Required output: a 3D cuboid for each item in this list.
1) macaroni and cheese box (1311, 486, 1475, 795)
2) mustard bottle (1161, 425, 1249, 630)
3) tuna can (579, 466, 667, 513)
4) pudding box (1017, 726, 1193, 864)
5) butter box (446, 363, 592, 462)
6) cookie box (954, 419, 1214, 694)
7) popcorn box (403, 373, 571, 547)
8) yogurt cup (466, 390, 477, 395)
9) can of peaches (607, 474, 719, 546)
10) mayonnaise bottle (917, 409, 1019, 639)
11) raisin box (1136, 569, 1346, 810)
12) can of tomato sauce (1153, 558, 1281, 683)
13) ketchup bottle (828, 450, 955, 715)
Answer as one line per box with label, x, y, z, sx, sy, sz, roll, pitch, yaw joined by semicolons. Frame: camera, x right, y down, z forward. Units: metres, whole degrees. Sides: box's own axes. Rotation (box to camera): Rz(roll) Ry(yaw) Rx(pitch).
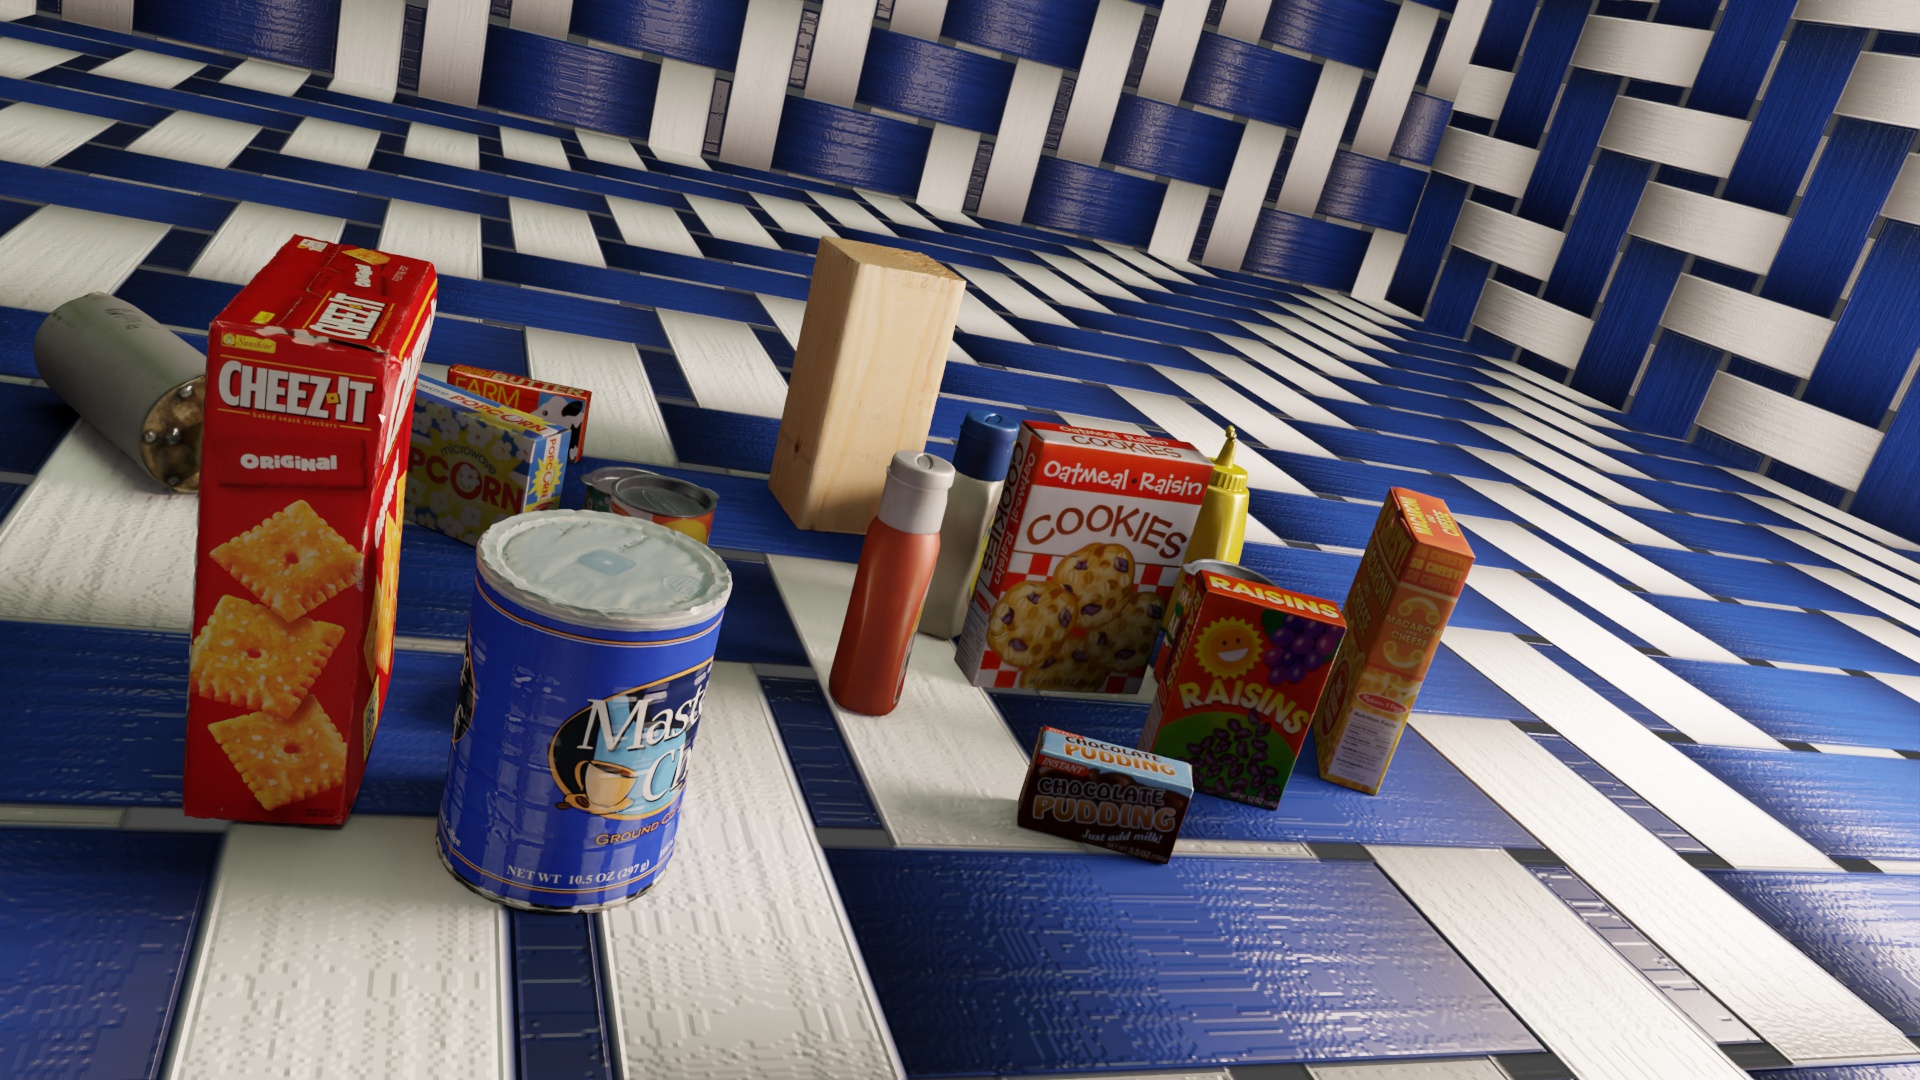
macaroni and cheese box;0.272;0.061;0.896;0.040;0.165;0.124;17;20;4
mustard bottle;0.181;-0.009;1.026;0.065;0.159;0.049;25;21;25
tuna can;-0.228;-0.024;0.957;0.071;0.032;0.071;13;20;-5
pudding box;0.076;0.133;0.730;0.084;0.049;0.030;15;19;-1
butter box;-0.333;-0.096;1.042;0.103;0.053;0.024;12;20;-10
cookie box;0.077;0.013;0.880;0.123;0.166;0.040;6;21;-25
popcorn box;-0.316;-0.048;0.880;0.127;0.085;0.038;20;20;14
yogurt cup;-0.361;-0.072;0.957;0.072;0.053;0.072;13;20;-5
can of peaches;-0.192;-0.003;0.889;0.071;0.057;0.071;13;20;-5
mayonnaise bottle;0.003;-0.012;0.921;0.041;0.147;0.065;18;19;7
raisin box;0.162;0.087;0.809;0.086;0.123;0.040;15;19;-2
can of tomato sauce;0.172;0.063;0.939;0.071;0.082;0.071;14;20;-5
ketchup bottle;-0.039;0.023;0.797;0.043;0.148;0.065;13;19;-7
